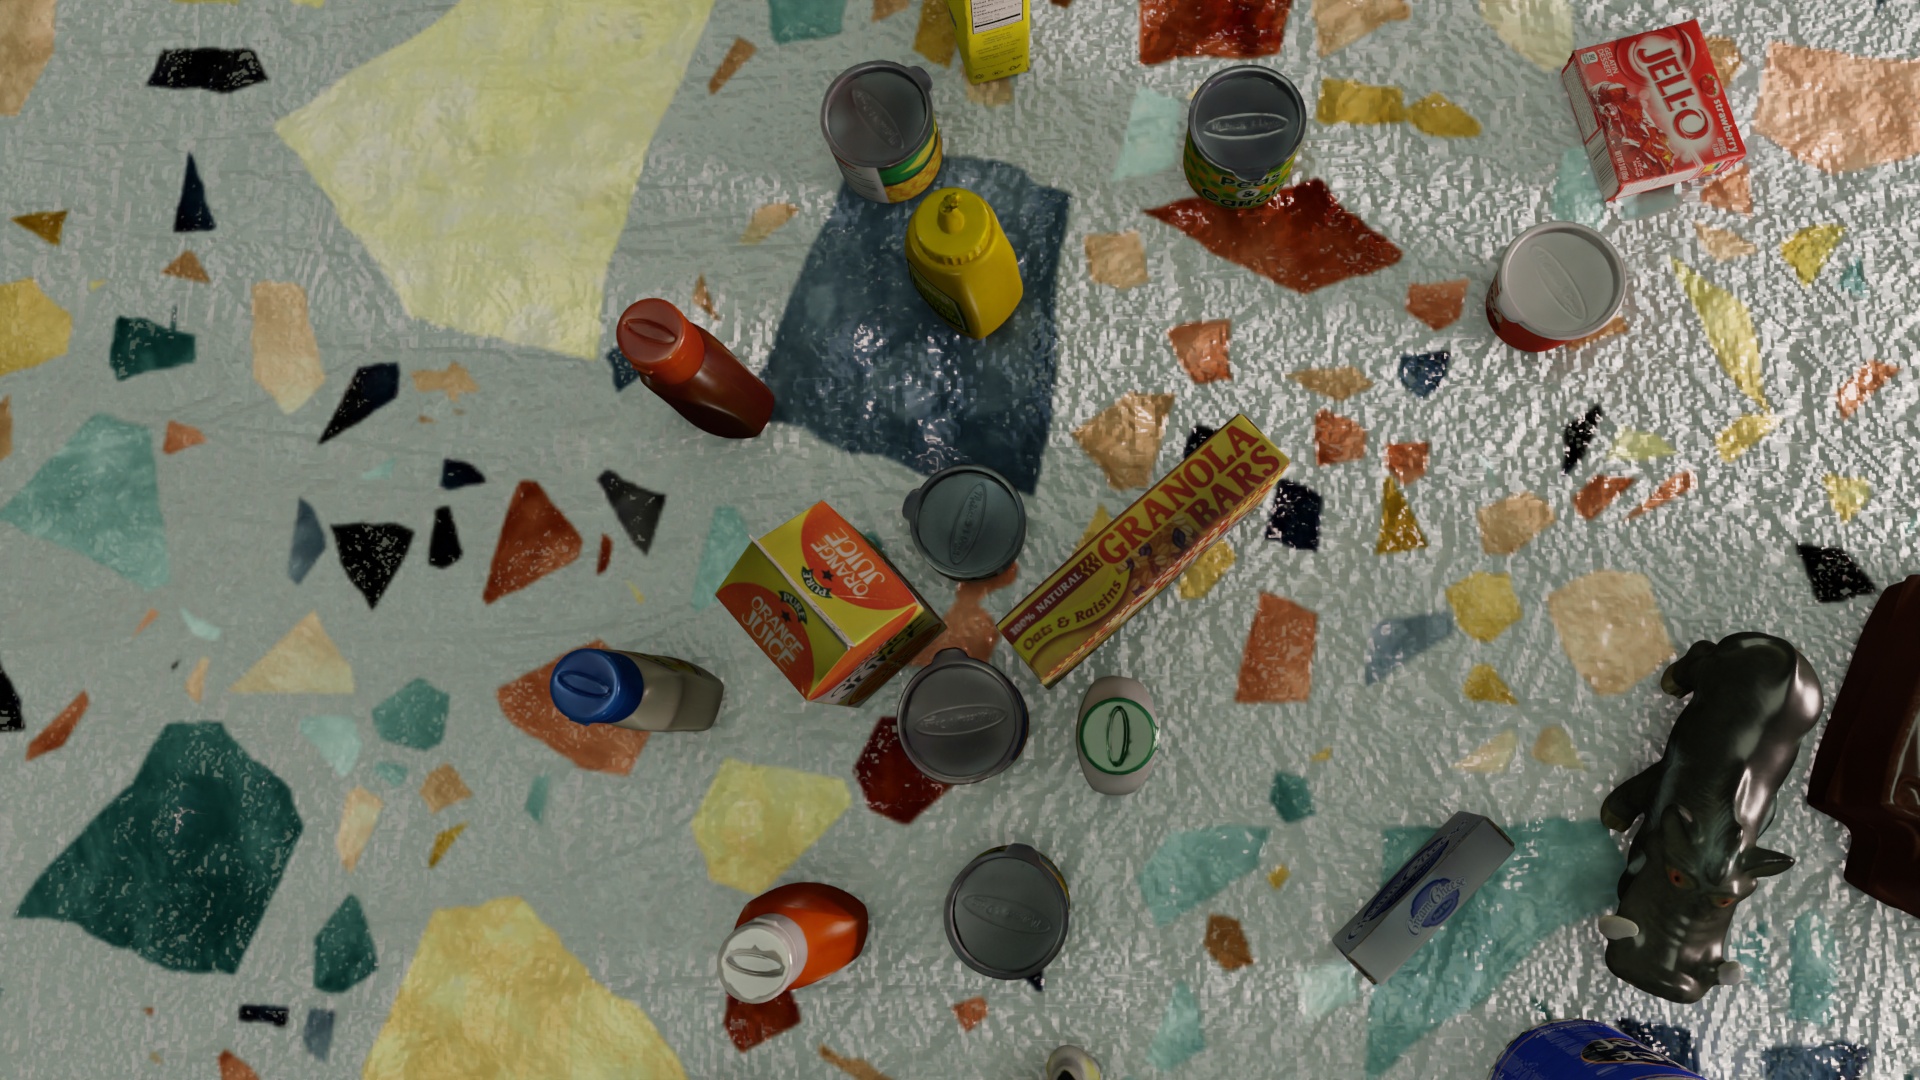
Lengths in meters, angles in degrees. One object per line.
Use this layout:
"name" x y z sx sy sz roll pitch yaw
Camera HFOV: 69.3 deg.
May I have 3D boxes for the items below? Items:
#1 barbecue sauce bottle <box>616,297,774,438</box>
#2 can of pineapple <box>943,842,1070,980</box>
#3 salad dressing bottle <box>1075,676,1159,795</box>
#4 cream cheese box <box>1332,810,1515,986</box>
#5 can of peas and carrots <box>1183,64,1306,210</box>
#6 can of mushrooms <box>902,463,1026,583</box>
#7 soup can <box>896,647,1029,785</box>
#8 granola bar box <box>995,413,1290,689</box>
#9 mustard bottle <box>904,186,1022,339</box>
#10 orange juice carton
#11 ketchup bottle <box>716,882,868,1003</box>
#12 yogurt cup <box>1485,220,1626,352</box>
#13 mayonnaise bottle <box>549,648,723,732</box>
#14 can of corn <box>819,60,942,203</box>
"barbecue sauce bottle" -0.150 -0.094 0.772 0.065 0.148 0.043 21 84 8
"can of pineapple" 0.028 0.199 0.756 0.071 0.058 0.071 -1 81 5
"salad dressing bottle" 0.081 0.101 0.721 0.044 0.147 0.064 3 82 6
"cream cheese box" 0.245 0.189 0.740 0.104 0.053 0.024 -44 80 -2
"can of peas and carrots" 0.164 -0.231 0.810 0.071 0.058 0.071 -1 81 5
"can of mushrooms" 0.003 -0.010 0.803 0.071 0.033 0.071 -1 81 5
"soup can" 0.003 0.097 0.761 0.071 0.083 0.071 -1 82 5
"granola bar box" 0.095 0.010 0.745 0.165 0.124 0.039 -41 80 -2
"mustard bottle" -0.002 -0.158 0.762 0.065 0.160 0.049 42 88 9
"orange juice carton" -0.065 0.035 0.721 0.073 0.192 0.072 -42 80 -1
"ketchup bottle" -0.089 0.207 0.719 0.065 0.148 0.043 7 83 6
"yogurt cup" 0.331 -0.139 0.783 0.072 0.054 0.072 -1 81 5
"mayonnaise bottle" -0.175 0.080 0.747 0.065 0.148 0.041 16 84 7
"can of corn" -0.044 -0.244 0.831 0.071 0.058 0.071 -1 81 5
